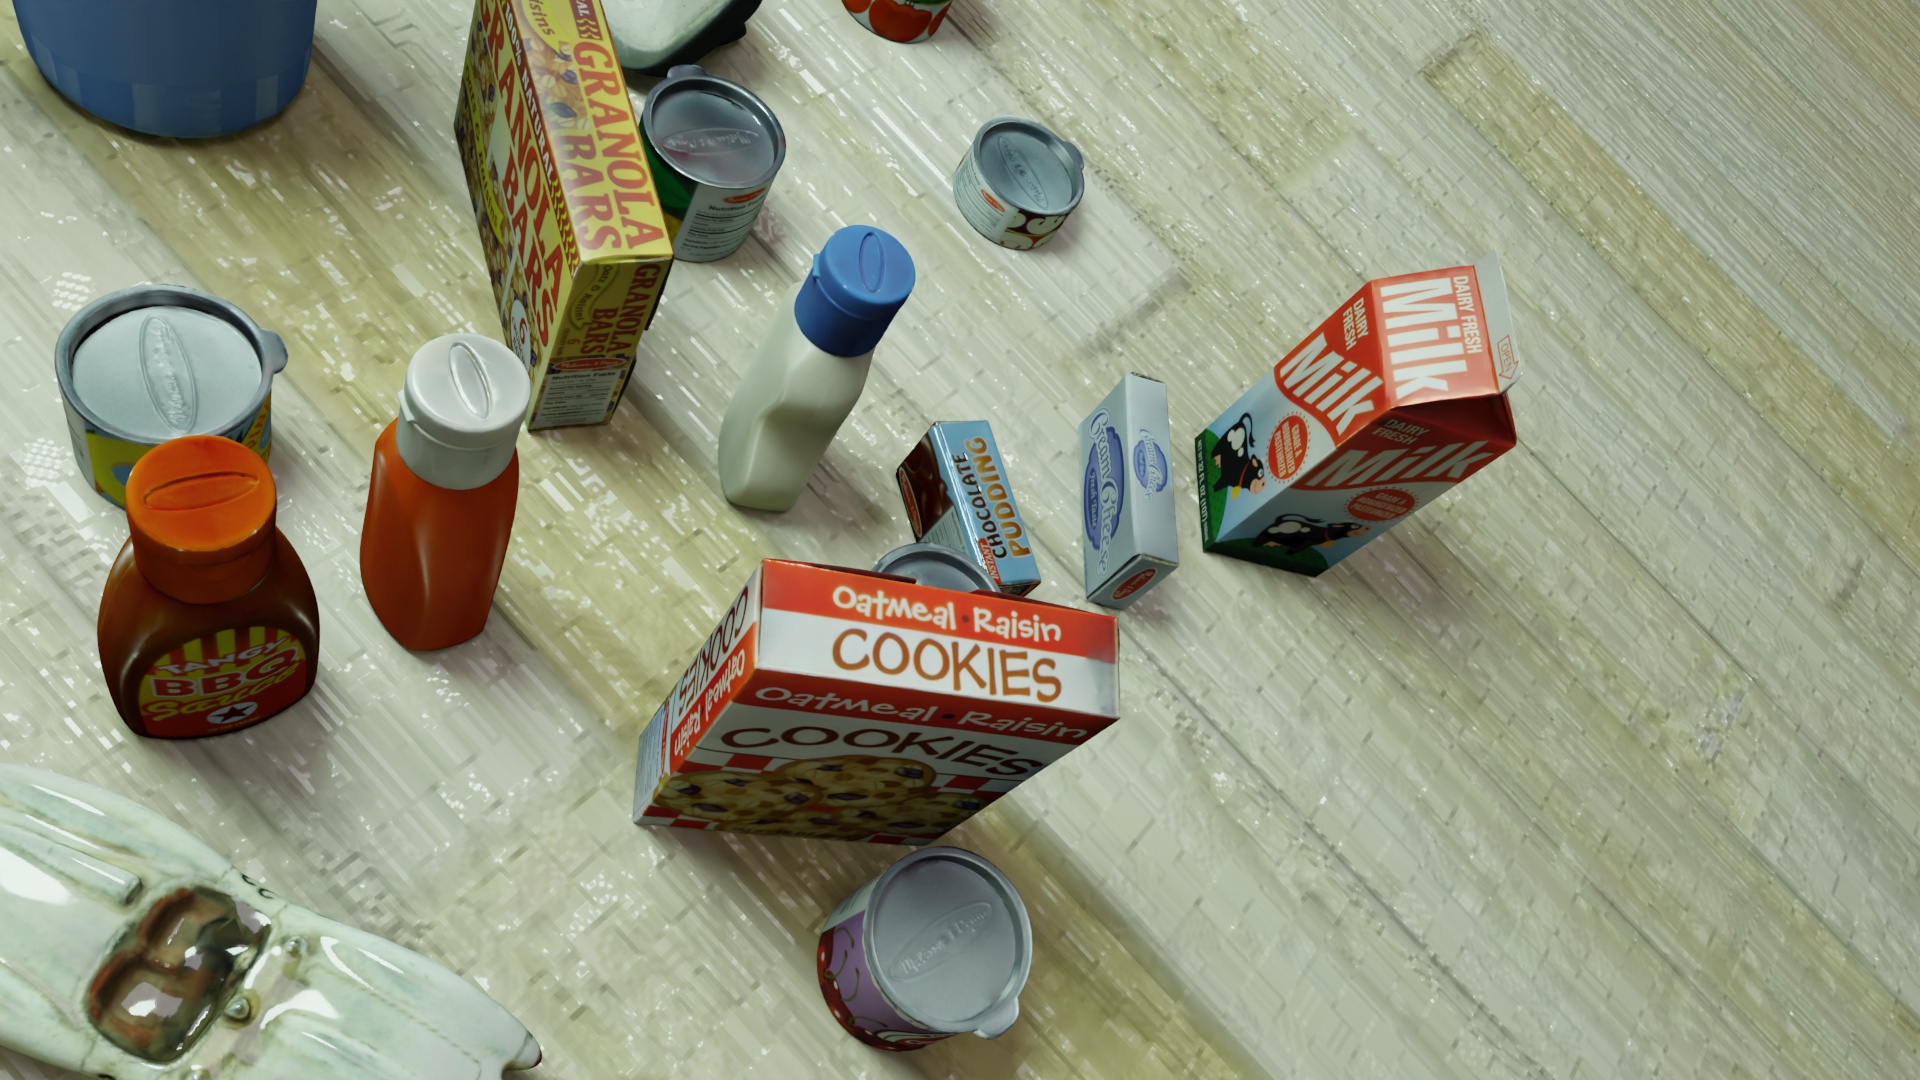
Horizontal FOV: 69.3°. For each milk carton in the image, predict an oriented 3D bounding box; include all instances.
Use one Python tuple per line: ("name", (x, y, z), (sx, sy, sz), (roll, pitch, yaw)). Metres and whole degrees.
("milk carton", (0.194, -0.057, 0.663), (0.073, 0.189, 0.072), (13, 59, -20))

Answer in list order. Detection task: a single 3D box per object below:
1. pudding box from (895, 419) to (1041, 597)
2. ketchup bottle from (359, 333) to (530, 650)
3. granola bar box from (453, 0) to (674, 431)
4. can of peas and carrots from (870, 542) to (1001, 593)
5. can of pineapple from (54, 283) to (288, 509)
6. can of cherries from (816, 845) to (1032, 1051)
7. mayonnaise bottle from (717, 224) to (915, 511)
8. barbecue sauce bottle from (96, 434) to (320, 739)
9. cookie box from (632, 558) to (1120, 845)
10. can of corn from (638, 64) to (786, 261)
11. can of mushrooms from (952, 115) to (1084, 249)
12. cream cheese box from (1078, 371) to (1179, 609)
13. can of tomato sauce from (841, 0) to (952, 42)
("pudding box", (0.002, -0.008, 0.627), (0.030, 0.049, 0.084), (-7, 67, -29))
("ketchup bottle", (-0.179, -0.016, 0.480), (0.044, 0.148, 0.065), (-16, 72, -32))
("granola bar box", (-0.167, -0.147, 0.573), (0.039, 0.123, 0.166), (-8, 68, -30))
("can of peas and carrots", (-0.022, 0.043, 0.581), (0.071, 0.058, 0.071), (12, 59, -21))
("can of pineapple", (-0.283, -0.049, 0.502), (0.071, 0.057, 0.071), (12, 59, -21))
("can of cherries", (-0.014, 0.157, 0.523), (0.071, 0.058, 0.072), (12, 59, -21))
("mayonnaise bottle", (-0.062, -0.070, 0.568), (0.041, 0.147, 0.065), (11, 60, -21))
("barbecue sauce bottle", (-0.234, 0.018, 0.434), (0.065, 0.147, 0.044), (-15, 72, -32))
("cookie box", (-0.037, 0.065, 0.495), (0.123, 0.166, 0.040), (10, 60, -22))
("can of corn", (-0.123, -0.176, 0.651), (0.071, 0.058, 0.071), (12, 59, -21))
("can of mushrooms", (0.033, -0.194, 0.755), (0.071, 0.033, 0.071), (12, 59, -21))
("cream cheese box", (0.080, -0.024, 0.673), (0.024, 0.053, 0.104), (13, 59, -20))
("can of tomato sauce", (-0.025, -0.328, 0.769), (0.071, 0.082, 0.071), (12, 59, -21))
